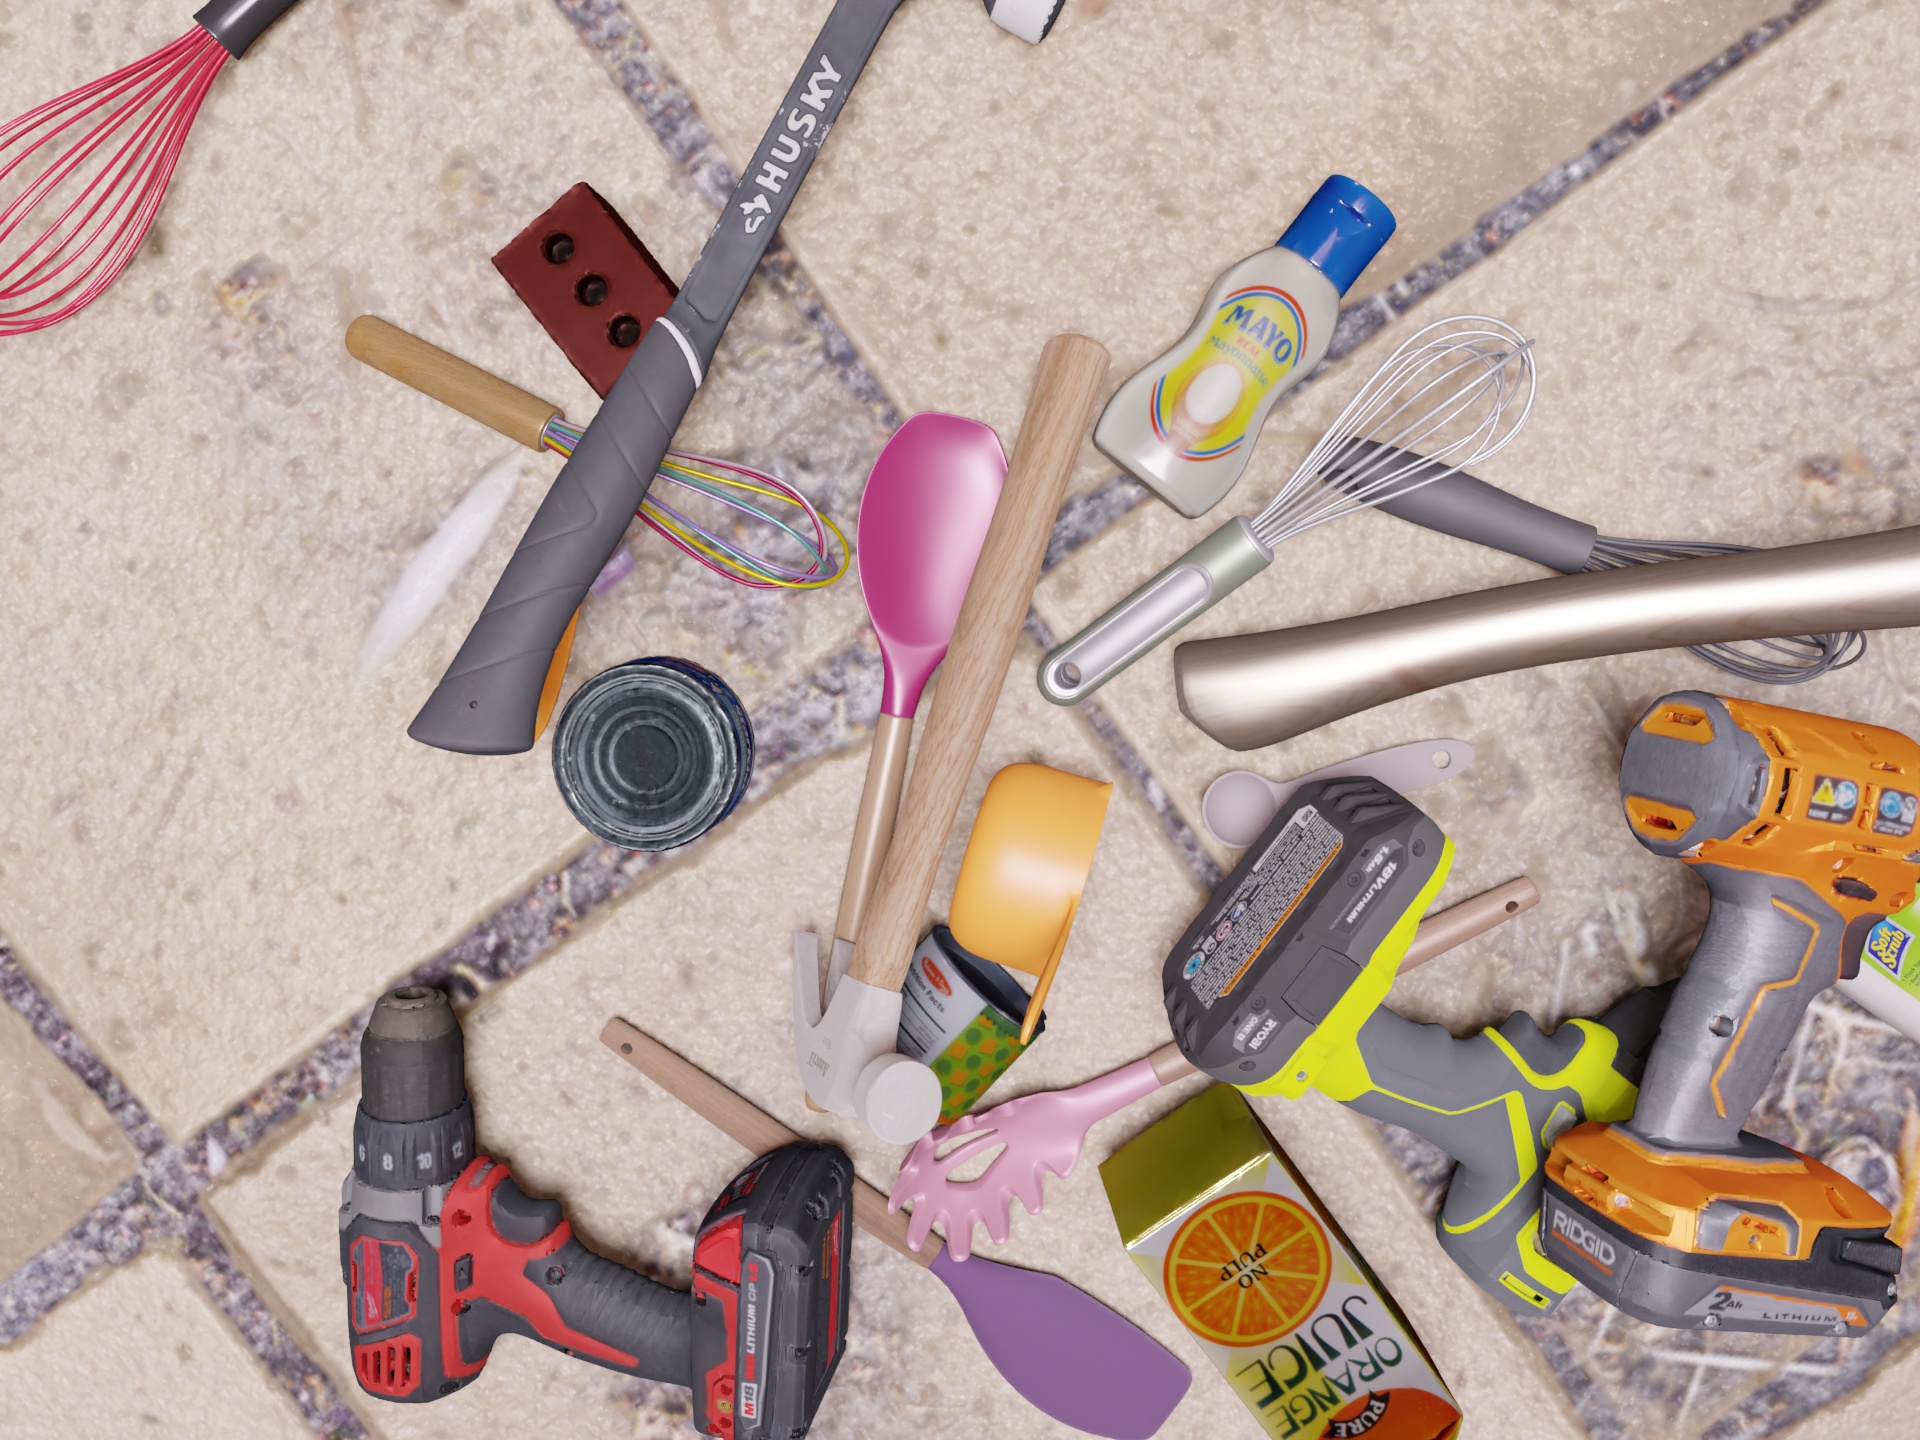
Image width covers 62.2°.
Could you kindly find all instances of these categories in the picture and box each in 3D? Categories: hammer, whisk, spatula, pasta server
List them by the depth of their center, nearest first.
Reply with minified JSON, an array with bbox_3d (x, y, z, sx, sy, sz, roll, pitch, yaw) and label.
[{"bbox_3d":[0.287,-0.055,0.628,0.410,0.038,0.146,-8,98,17],"label":"hammer"},{"bbox_3d":[-0.108,-0.168,0.637,0.149,0.036,0.409,28,83,-4],"label":"hammer"},{"bbox_3d":[-0.001,-0.002,0.656,0.031,0.130,0.331,21,82,-23],"label":"hammer"},{"bbox_3d":[0.129,-0.080,0.658,0.246,0.059,0.058,-37,89,21],"label":"whisk"},{"bbox_3d":[0.262,-0.072,0.671,0.239,0.055,0.055,21,96,5],"label":"whisk"},{"bbox_3d":[-0.333,-0.278,0.683,0.073,0.073,0.296,43,90,-1],"label":"whisk"},{"bbox_3d":[-0.159,-0.118,0.698,0.245,0.051,0.047,27,76,5],"label":"whisk"},{"bbox_3d":[0.112,0.147,0.704,0.316,0.040,0.060,-27,106,4],"label":"pasta server"},{"bbox_3d":[-0.034,0.232,0.730,0.316,0.018,0.060,36,97,-1],"label":"spatula"}]

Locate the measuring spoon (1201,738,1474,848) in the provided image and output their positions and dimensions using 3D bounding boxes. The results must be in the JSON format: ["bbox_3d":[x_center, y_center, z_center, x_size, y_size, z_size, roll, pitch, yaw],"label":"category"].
[{"bbox_3d":[0.166,0.029,0.704,0.124,0.018,0.034,-13,90,-2],"label":"measuring spoon"}]

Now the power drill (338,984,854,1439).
[{"bbox_3d":[-0.166,0.218,0.699,0.227,0.080,0.188,5,102,10],"label":"power drill"}]

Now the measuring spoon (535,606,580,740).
[{"bbox_3d":[-0.182,-0.043,0.719,0.021,0.011,0.117,19,100,4],"label":"measuring spoon"}]

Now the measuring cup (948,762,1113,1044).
[{"bbox_3d":[0.019,0.075,0.637,0.052,0.174,0.095,18,112,6],"label":"measuring cup"}]

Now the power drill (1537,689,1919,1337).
[{"bbox_3d":[0.318,0.111,0.607,0.164,0.084,0.226,9,95,-16],"label":"power drill"}]

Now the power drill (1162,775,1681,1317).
[{"bbox_3d":[0.212,0.128,0.662,0.223,0.080,0.171,35,96,-16],"label":"power drill"}]

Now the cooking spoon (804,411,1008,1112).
[{"bbox_3d":[-0.034,0.022,0.710,0.068,0.017,0.319,10,96,-13],"label":"cooking spoon"}]
